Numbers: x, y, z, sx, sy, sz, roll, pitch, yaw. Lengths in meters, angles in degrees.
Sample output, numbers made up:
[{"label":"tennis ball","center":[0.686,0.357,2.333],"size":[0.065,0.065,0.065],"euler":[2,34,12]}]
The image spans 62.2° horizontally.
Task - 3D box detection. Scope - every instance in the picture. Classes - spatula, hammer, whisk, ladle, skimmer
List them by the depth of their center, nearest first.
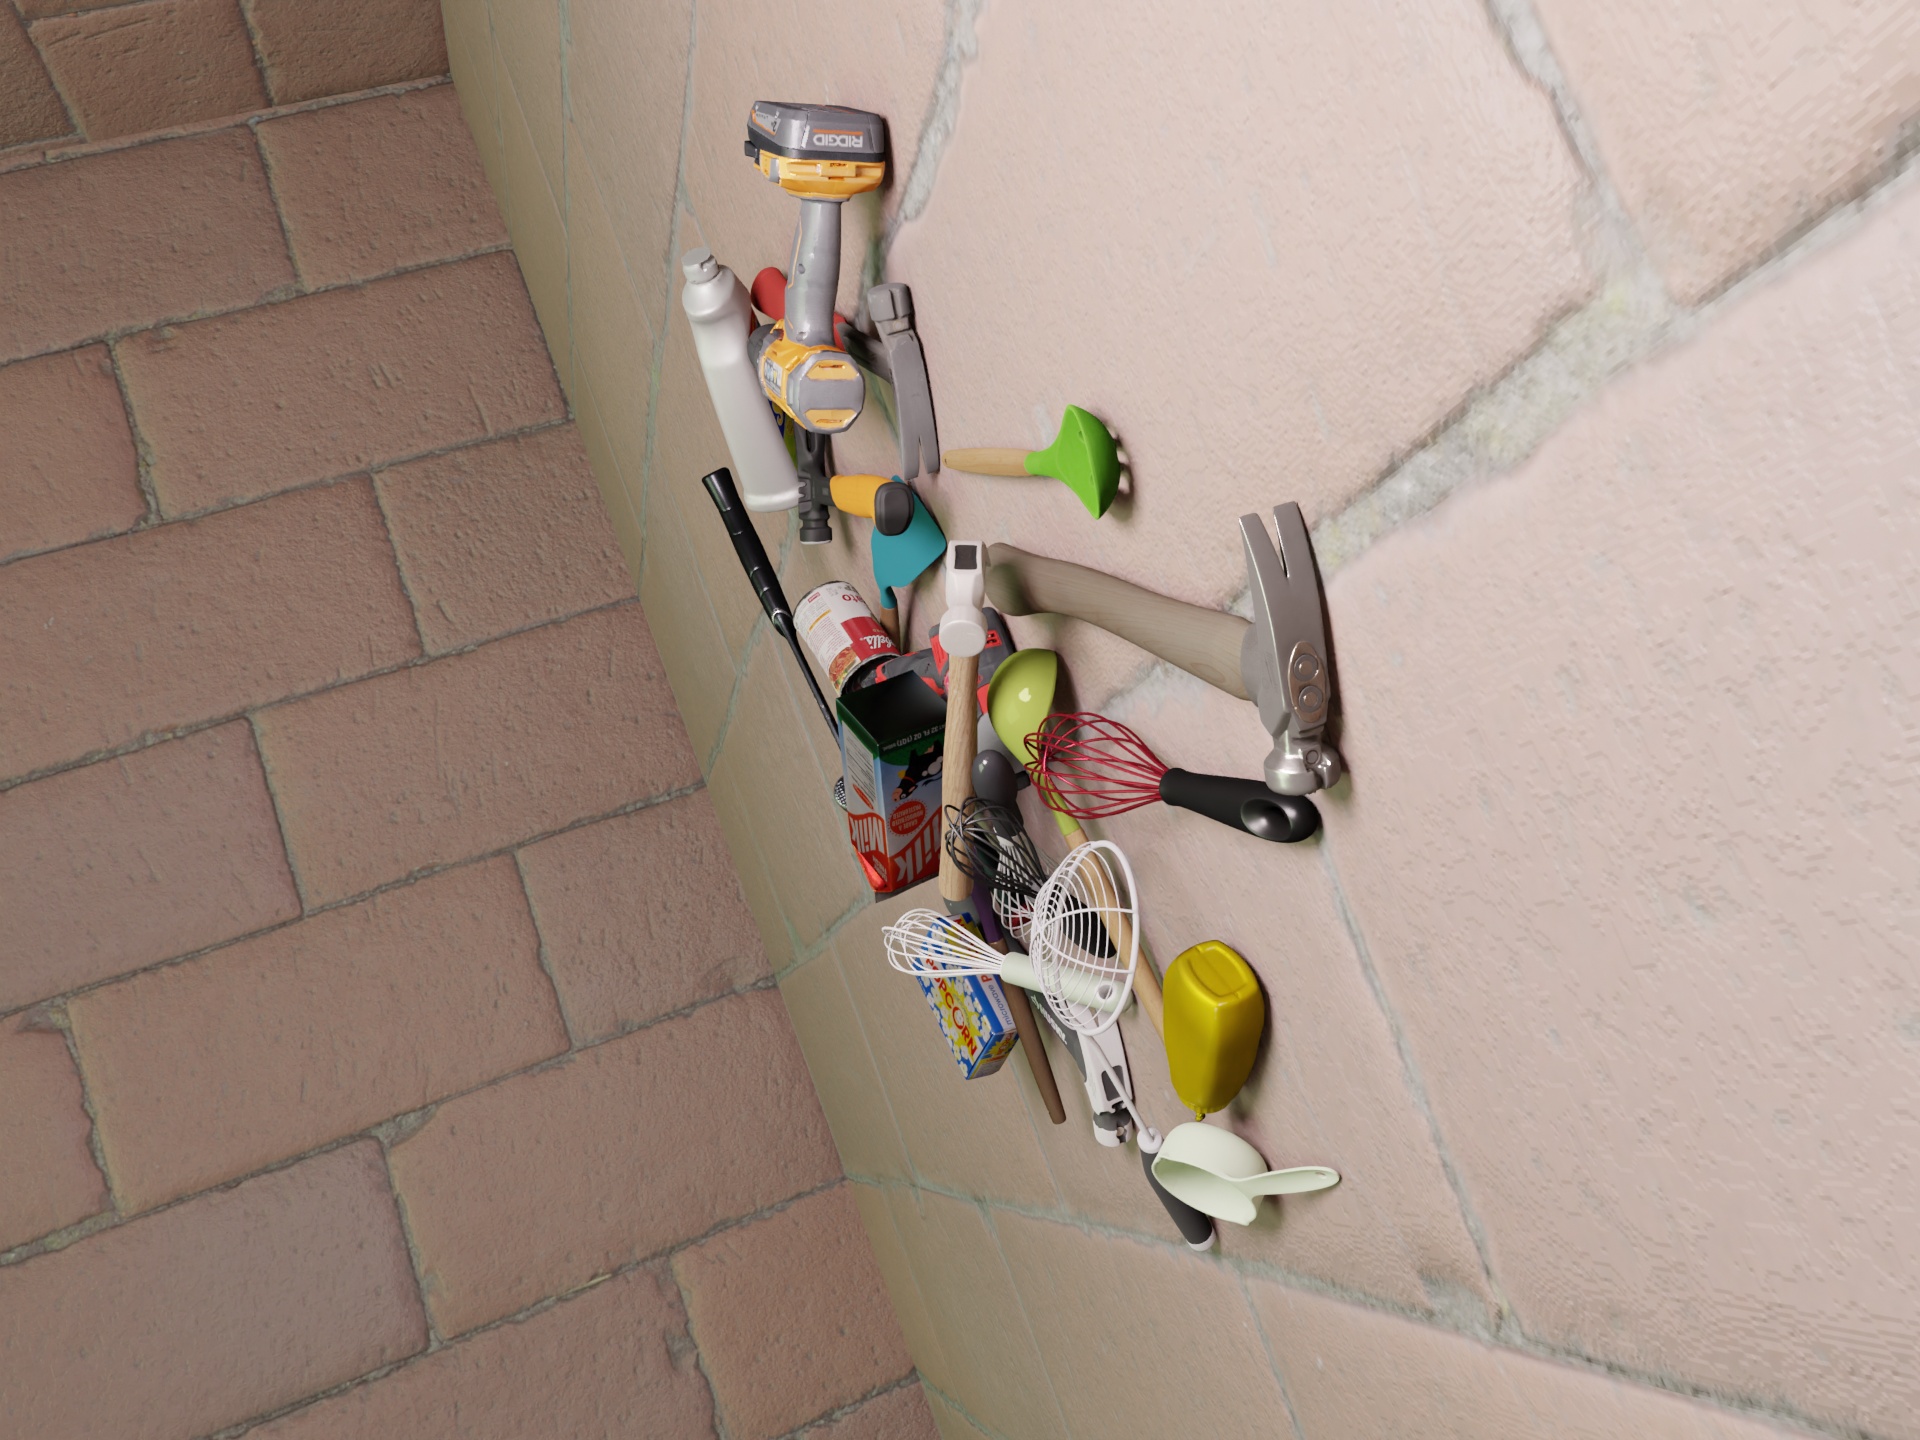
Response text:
[{"label":"hammer","center":[0.096,-0.076,0.962],"size":[0.411,0.038,0.146],"euler":[-148,43,-65]},{"label":"whisk","center":[0.121,0.039,0.978],"size":[0.296,0.073,0.073],"euler":[13,120,63]},{"label":"skimmer","center":[0.139,0.244,1.123],"size":[0.363,0.090,0.127],"euler":[62,178,-30]},{"label":"whisk","center":[0.055,0.119,1.132],"size":[0.238,0.055,0.055],"euler":[44,-171,-47]},{"label":"hammer","center":[0.000,0.011,1.141],"size":[0.130,0.031,0.331],"euler":[-87,-1,-45]},{"label":"ladle","center":[0.103,0.098,1.143],"size":[0.320,0.062,0.078],"euler":[64,168,-1]},{"label":"whisk","center":[0.041,0.094,1.185],"size":[0.070,0.070,0.284],"euler":[61,175,31]},{"label":"whisk","center":[0.034,0.198,1.284],"size":[0.246,0.058,0.059],"euler":[10,158,38]},{"label":"spatula","center":[0.038,0.206,1.333],"size":[0.060,0.018,0.315],"euler":[27,139,66]},{"label":"hammer","center":[-0.108,-0.321,1.353],"size":[0.359,0.036,0.149],"euler":[-136,32,-56]},{"label":"hammer","center":[-0.096,-0.202,1.361],"size":[0.337,0.034,0.127],"euler":[-147,53,-70]},{"label":"hammer","center":[0.058,0.223,1.413],"size":[0.335,0.035,0.146],"euler":[-135,30,-57]},{"label":"spatula","center":[-0.054,-0.098,1.441],"size":[0.082,0.044,0.317],"euler":[54,164,20]},{"label":"hammer","center":[-0.033,0.043,1.456],"size":[0.387,0.038,0.143],"euler":[52,163,41]},{"label":"hammer","center":[-0.158,-0.076,1.518],"size":[0.409,0.036,0.149],"euler":[63,-176,20]}]

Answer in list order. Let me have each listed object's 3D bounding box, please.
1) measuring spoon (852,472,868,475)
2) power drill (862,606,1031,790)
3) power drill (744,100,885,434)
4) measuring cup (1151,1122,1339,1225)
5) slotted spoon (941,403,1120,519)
[{"label":"measuring spoon","center":[-0.062,-0.194,1.390],"size":[0.124,0.018,0.034],"euler":[32,140,55]},{"label":"power drill","center":[-0.002,-0.004,1.295],"size":[0.143,0.078,0.219],"euler":[71,161,1]},{"label":"power drill","center":[-0.120,-0.347,1.206],"size":[0.186,0.084,0.226],"euler":[-132,42,-58]},{"label":"measuring cup","center":[0.194,0.291,1.044],"size":[0.083,0.038,0.167],"euler":[40,146,-13]},{"label":"slotted spoon","center":[0.040,-0.173,1.056],"size":[0.314,0.031,0.070],"euler":[-153,46,-70]}]
